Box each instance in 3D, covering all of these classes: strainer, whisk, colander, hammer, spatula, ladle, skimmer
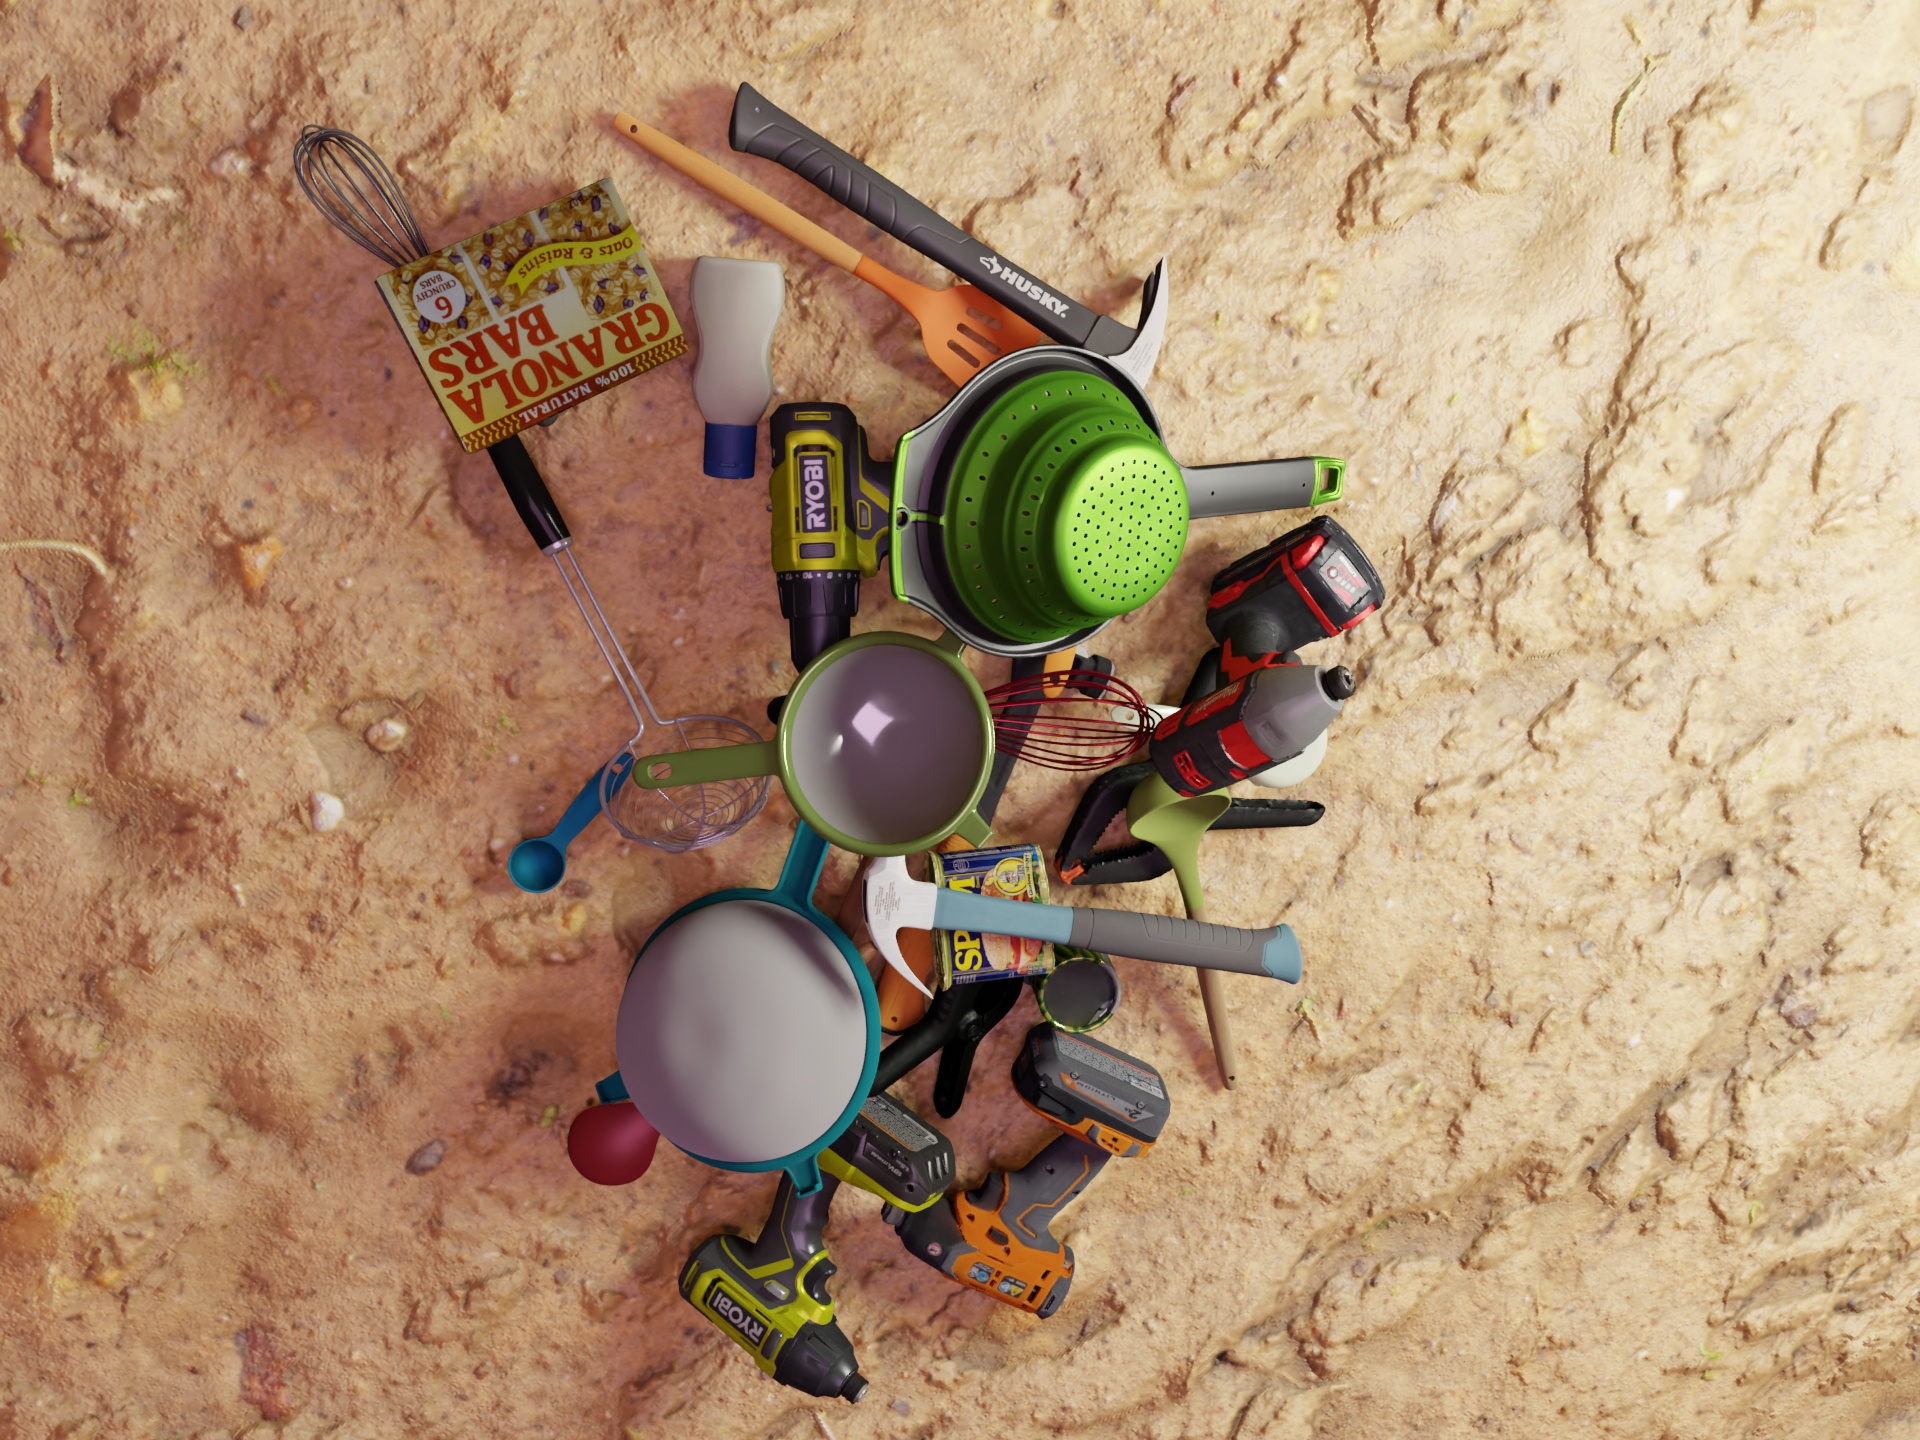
[{"bbox_3d":[-0.149,0.169,1.152,0.211,0.095,0.340,20,93,17],"label":"strainer"},{"bbox_3d":[-0.353,-0.293,1.065,0.055,0.055,0.238,-37,109,5],"label":"whisk"},{"bbox_3d":[-0.096,0.023,1.095,0.256,0.069,0.151,-7,85,13],"label":"strainer"},{"bbox_3d":[0.142,-0.140,1.045,0.397,0.095,0.204,-11,113,-34],"label":"colander"},{"bbox_3d":[0.091,0.148,1.144,0.331,0.033,0.128,9,89,-11],"label":"hammer"},{"bbox_3d":[-0.004,0.087,1.210,0.127,0.034,0.337,19,102,-12],"label":"hammer"},{"bbox_3d":[-0.010,-0.328,1.078,0.334,0.035,0.146,32,68,-5],"label":"hammer"},{"bbox_3d":[-0.002,-0.004,1.133,0.296,0.073,0.073,2,106,18],"label":"whisk"},{"bbox_3d":[-0.092,-0.326,1.096,0.322,0.041,0.081,29,100,-9],"label":"spatula"},{"bbox_3d":[0.186,0.169,1.217,0.078,0.062,0.320,-15,118,0],"label":"ladle"},{"bbox_3d":[-0.256,-0.069,1.144,0.127,0.090,0.363,-27,96,-1],"label":"skimmer"},{"bbox_3d":[-0.185,0.263,1.219,0.315,0.031,0.069,-38,95,12],"label":"ladle"}]

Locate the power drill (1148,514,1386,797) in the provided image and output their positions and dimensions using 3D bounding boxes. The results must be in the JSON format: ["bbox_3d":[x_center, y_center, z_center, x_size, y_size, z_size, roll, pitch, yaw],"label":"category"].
[{"bbox_3d":[0.218,-0.044,1.090,0.143,0.220,0.078,-29,109,37],"label":"power drill"}]

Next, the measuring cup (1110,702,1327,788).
[{"bbox_3d":[0.193,0.008,1.173,0.167,0.038,0.083,7,100,-16],"label":"measuring cup"}]

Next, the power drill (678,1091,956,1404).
[{"bbox_3d":[-0.104,0.403,1.235,0.171,0.080,0.223,32,100,21],"label":"power drill"}]

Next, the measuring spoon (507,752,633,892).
[{"bbox_3d":[-0.288,0.073,1.189,0.042,0.021,0.128,40,89,-14],"label":"measuring spoon"}]

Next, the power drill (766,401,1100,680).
[{"bbox_3d":[-0.020,-0.126,1.115,0.228,0.080,0.190,-2,92,-5],"label":"power drill"}]

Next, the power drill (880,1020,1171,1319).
[{"bbox_3d":[0.049,0.357,1.267,0.164,0.084,0.226,26,105,-11],"label":"power drill"}]

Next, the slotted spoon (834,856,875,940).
[{"bbox_3d":[-0.086,0.149,1.206,0.070,0.031,0.313,23,106,-6],"label":"slotted spoon"}]

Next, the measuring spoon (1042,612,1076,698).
[{"bbox_3d":[0.081,-0.071,1.162,0.021,0.011,0.117,19,76,-11],"label":"measuring spoon"}]
